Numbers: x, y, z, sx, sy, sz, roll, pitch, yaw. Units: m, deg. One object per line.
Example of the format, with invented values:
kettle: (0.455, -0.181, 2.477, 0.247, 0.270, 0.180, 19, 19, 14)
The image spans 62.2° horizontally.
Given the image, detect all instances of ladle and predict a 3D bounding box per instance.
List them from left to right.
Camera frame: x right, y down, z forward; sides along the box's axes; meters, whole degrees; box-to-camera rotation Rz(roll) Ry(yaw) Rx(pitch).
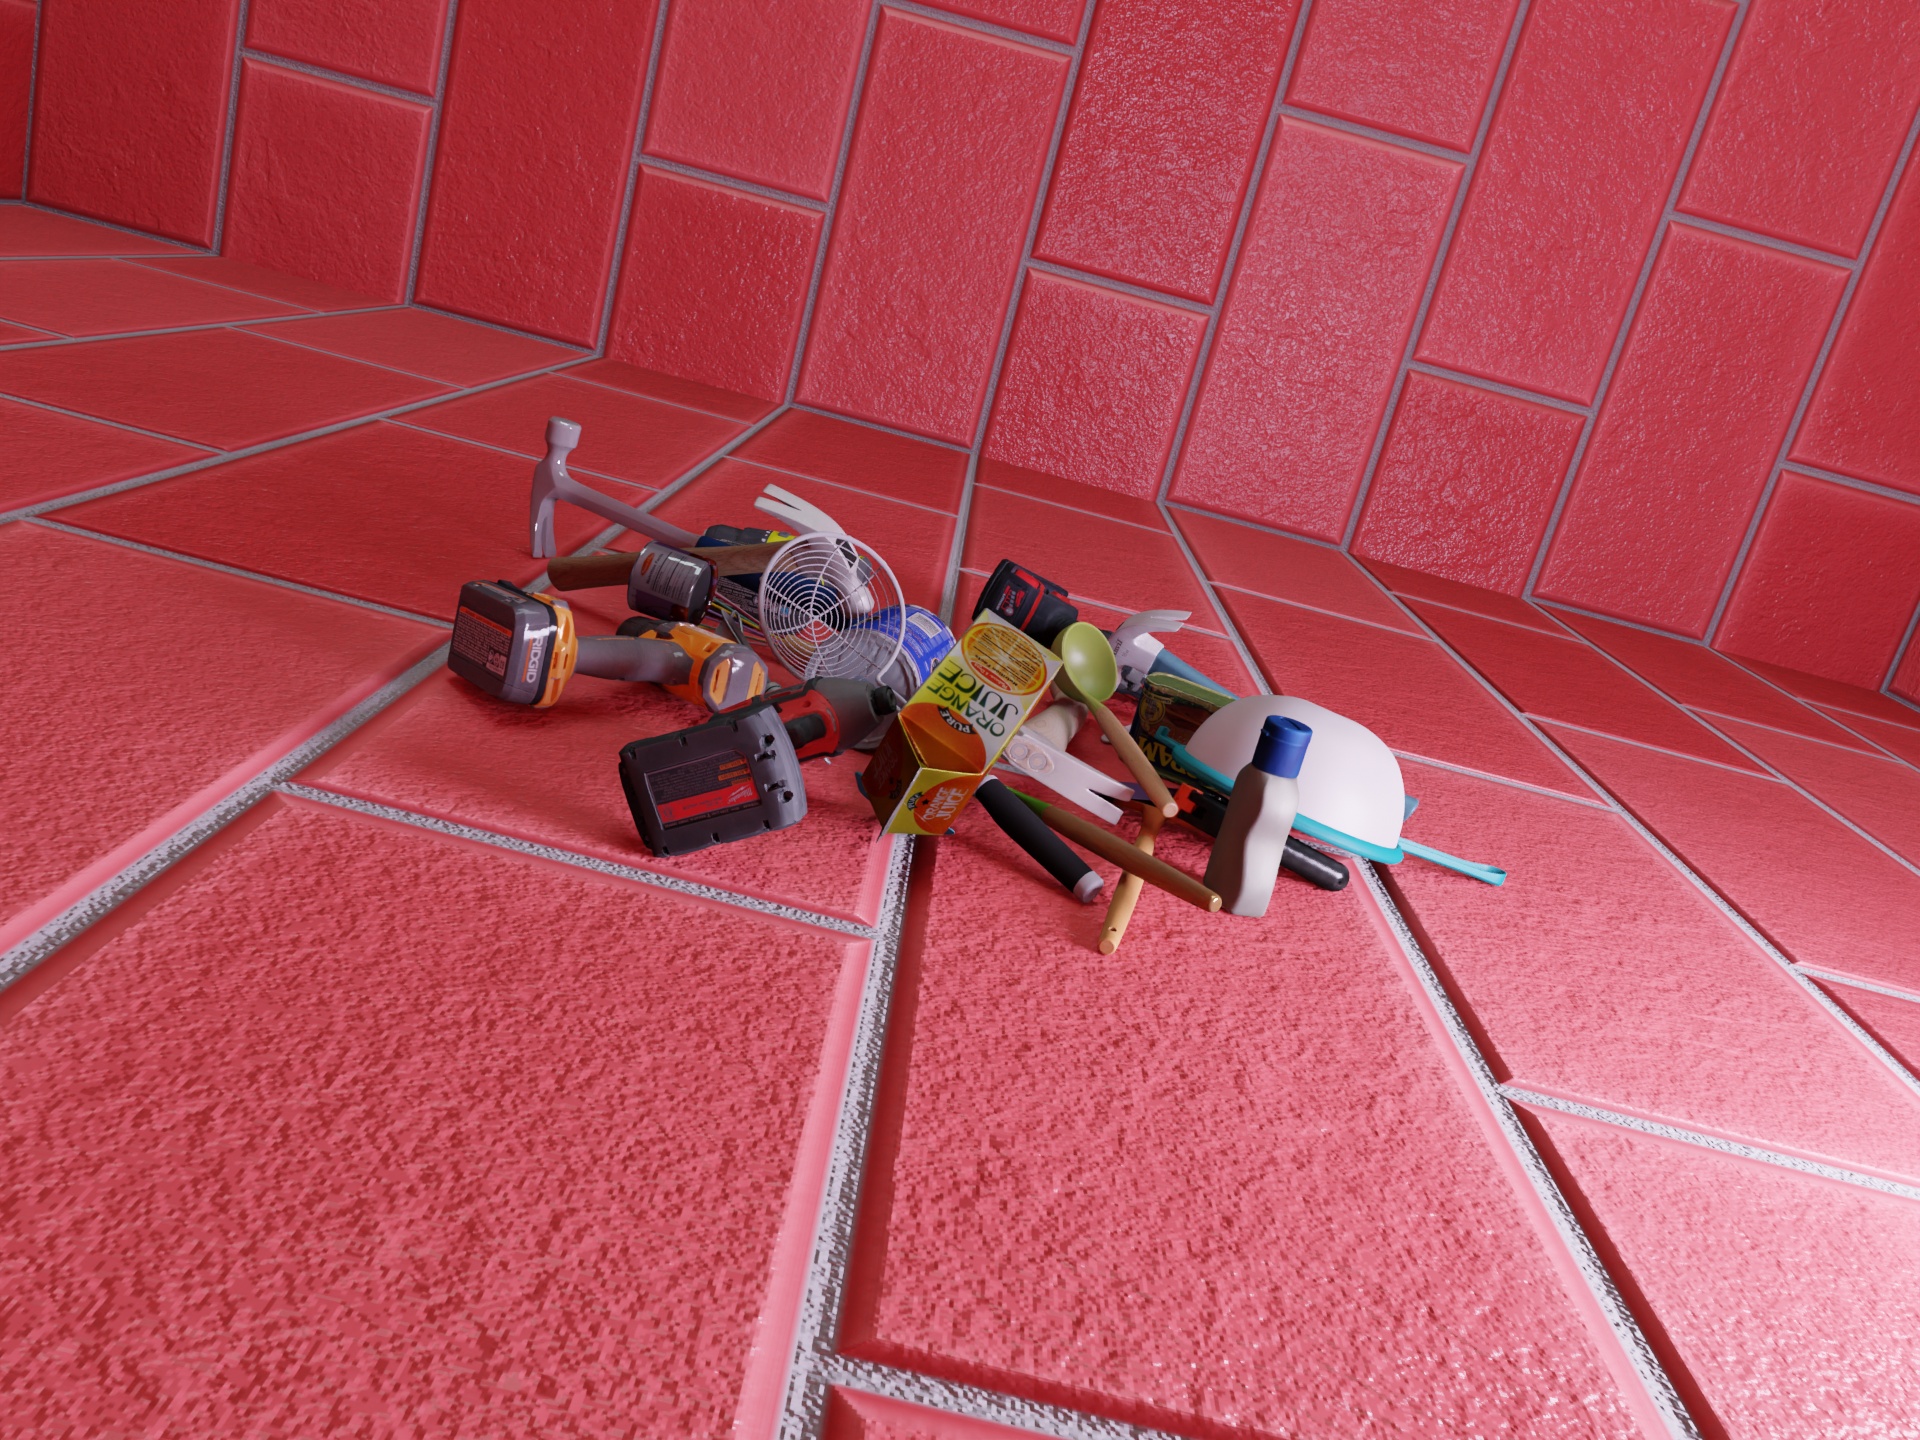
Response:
ladle: (0.138, -0.002, 1.351, 0.078, 0.062, 0.320, 47, 7, -25)

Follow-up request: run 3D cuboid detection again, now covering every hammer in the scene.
hammer: (-0.269, -0.169, 1.577, 0.406, 0.144, 0.035, 25, 17, 22)
hammer: (-0.243, -0.145, 1.450, 0.331, 0.129, 0.031, -1, 42, 28)
hammer: (0.099, 0.005, 1.441, 0.146, 0.038, 0.410, 30, 12, 4)
hammer: (0.283, 0.003, 1.522, 0.331, 0.128, 0.033, 33, 48, 10)

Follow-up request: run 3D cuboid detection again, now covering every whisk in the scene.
whisk: (-0.188, -0.079, 1.522, 0.245, 0.047, 0.051, 22, 28, 7)

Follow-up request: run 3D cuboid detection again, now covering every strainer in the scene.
strainer: (-0.166, -0.026, 1.363, 0.259, 0.050, 0.086, 45, -10, 50)
strainer: (0.349, 0.055, 1.365, 0.340, 0.095, 0.211, 20, 9, -20)

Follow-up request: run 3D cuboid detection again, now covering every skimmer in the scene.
skimmer: (-0.019, -0.006, 1.203, 0.127, 0.090, 0.364, -29, 57, -29)

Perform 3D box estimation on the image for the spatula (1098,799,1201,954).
spatula: (0.135, 0.112, 1.214, 0.081, 0.041, 0.323, 18, 21, 9)

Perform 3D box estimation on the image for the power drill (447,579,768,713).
power drill: (-0.295, -0.059, 1.294, 0.226, 0.084, 0.185, 6, 11, -42)

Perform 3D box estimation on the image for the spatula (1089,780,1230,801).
spatula: (0.233, 0.072, 1.427, 0.315, 0.018, 0.060, 7, 9, -24)

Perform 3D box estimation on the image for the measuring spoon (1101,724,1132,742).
measuring spoon: (0.179, 0.014, 1.585, 0.034, 0.018, 0.124, 28, 28, 37)

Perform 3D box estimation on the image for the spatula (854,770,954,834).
spatula: (-0.035, 0.036, 1.270, 0.082, 0.044, 0.317, 31, 15, -3)

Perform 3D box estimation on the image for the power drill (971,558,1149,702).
power drill: (0.115, -0.093, 1.705, 0.227, 0.080, 0.187, 33, 8, 40)

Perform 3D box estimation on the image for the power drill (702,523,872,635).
power drill: (-0.208, -0.161, 1.704, 0.190, 0.080, 0.228, 16, 14, 4)

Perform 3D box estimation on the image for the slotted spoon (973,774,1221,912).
slotted spoon: (0.081, 0.079, 1.196, 0.314, 0.031, 0.070, 27, -16, 49)

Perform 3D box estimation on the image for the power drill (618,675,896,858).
power drill: (-0.133, 0.019, 1.105, 0.143, 0.078, 0.220, -15, 8, 16)
